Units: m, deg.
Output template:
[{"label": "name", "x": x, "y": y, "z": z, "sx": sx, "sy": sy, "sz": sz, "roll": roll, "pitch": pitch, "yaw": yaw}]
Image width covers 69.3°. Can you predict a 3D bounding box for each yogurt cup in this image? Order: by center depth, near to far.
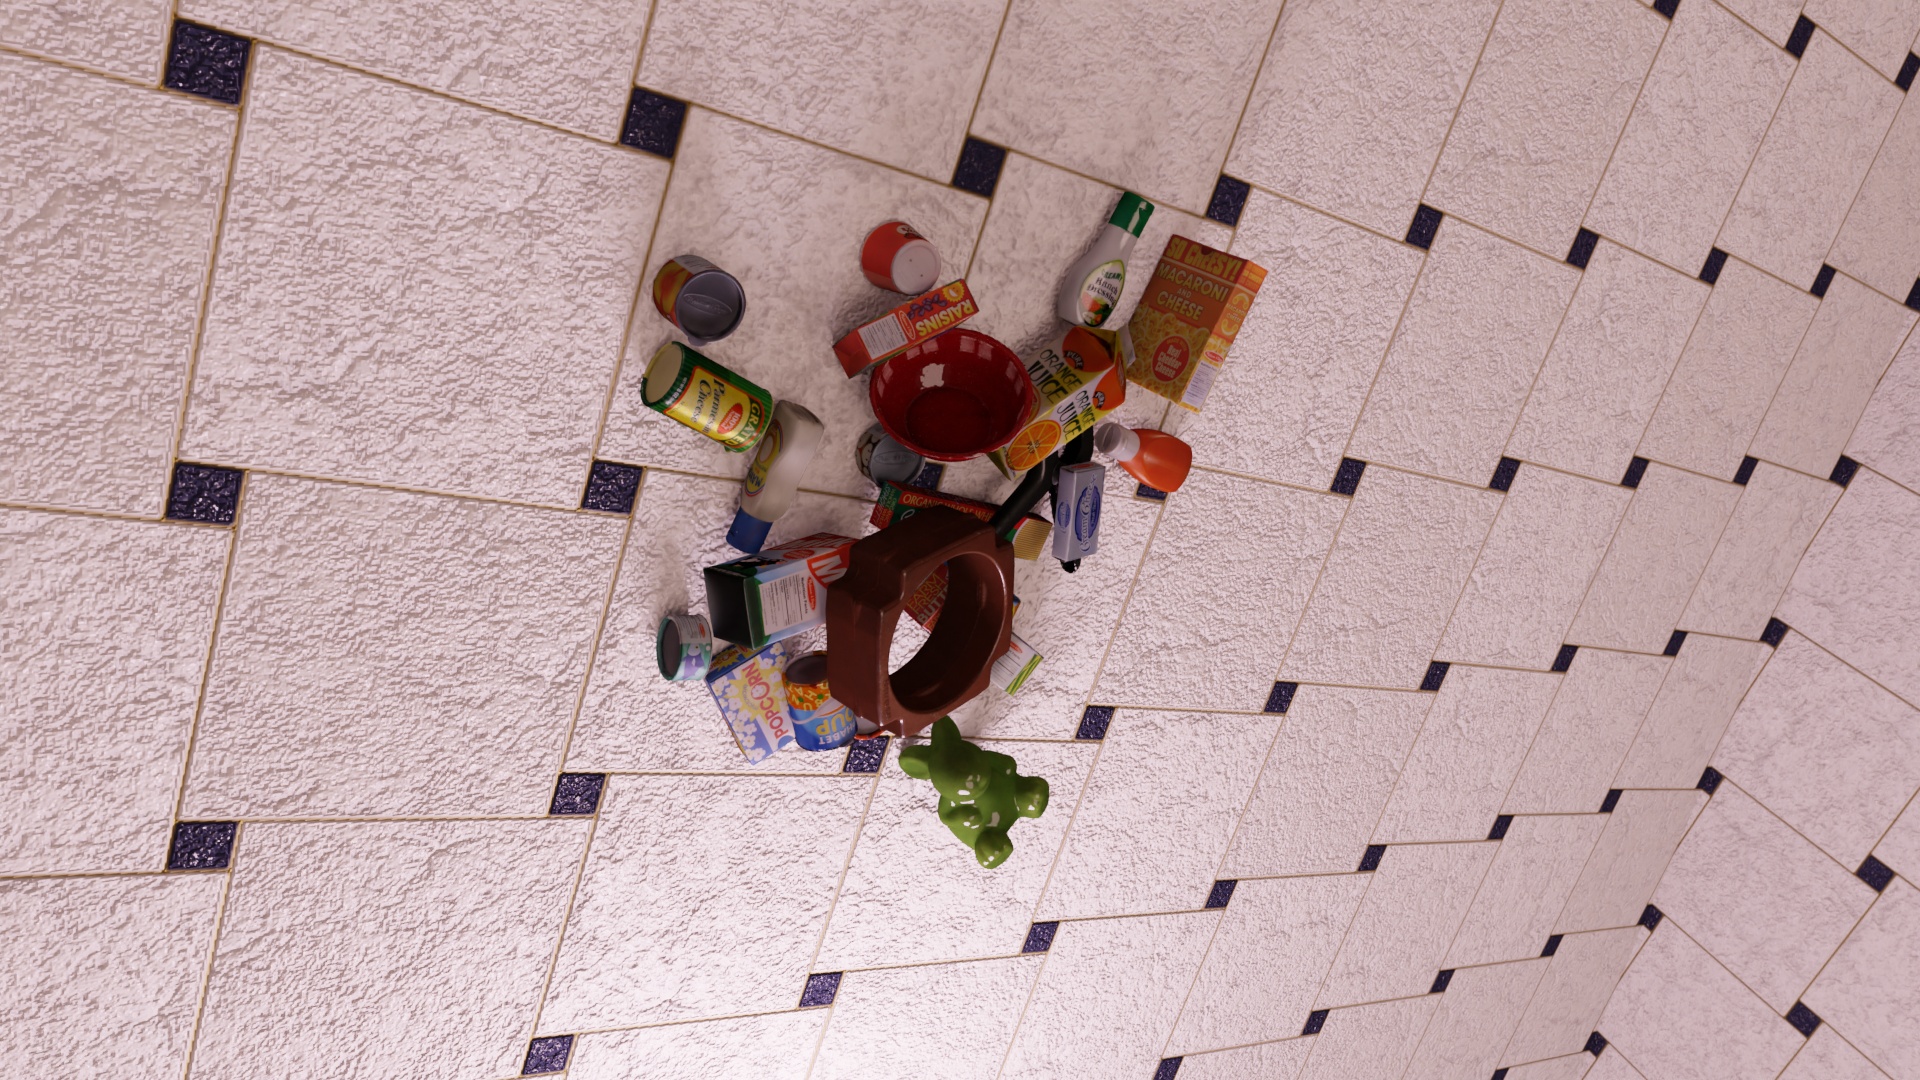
[{"label": "yogurt cup", "x": -0.055, "y": -0.267, "z": 1.328, "sx": 0.072, "sy": 0.054, "sz": 0.072, "roll": -15, "pitch": 121, "yaw": -27}]

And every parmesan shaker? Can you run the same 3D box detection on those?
[{"label": "parmesan shaker", "x": -0.233, "y": -0.128, "z": 1.269, "sx": 0.103, "sy": 0.071, "sz": 0.071, "roll": 28, "pitch": 96, "yaw": -40}]

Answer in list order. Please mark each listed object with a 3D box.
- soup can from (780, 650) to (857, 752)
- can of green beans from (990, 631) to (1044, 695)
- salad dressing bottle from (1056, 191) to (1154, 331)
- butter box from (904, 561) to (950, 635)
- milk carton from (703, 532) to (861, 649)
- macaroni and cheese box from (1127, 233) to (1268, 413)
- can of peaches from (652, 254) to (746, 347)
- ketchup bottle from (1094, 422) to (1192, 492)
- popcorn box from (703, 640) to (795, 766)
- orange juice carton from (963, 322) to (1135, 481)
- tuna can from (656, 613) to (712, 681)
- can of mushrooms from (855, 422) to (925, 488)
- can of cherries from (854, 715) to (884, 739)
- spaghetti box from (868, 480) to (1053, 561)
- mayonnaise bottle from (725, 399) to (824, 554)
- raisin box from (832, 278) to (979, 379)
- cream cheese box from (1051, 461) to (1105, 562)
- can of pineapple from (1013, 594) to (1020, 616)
[{"label": "soup can", "x": -0.143, "y": 0.165, "z": 1.426, "sx": 0.071, "sy": 0.071, "sz": 0.083, "roll": -22, "pitch": 121, "yaw": -23}, {"label": "can of green beans", "x": 0.053, "y": 0.136, "z": 1.598, "sx": 0.058, "sy": 0.071, "sz": 0.071, "roll": -51, "pitch": 130, "yaw": -1}, {"label": "salad dressing bottle", "x": 0.154, "y": -0.293, "z": 1.462, "sx": 0.064, "sy": 0.044, "sz": 0.147, "roll": 21, "pitch": 100, "yaw": -37}, {"label": "butter box", "x": -0.013, "y": 0.052, "z": 1.518, "sx": 0.103, "sy": 0.053, "sz": 0.024, "roll": -48, "pitch": 128, "yaw": -4}, {"label": "milk carton", "x": -0.154, "y": 0.042, "z": 1.383, "sx": 0.191, "sy": 0.072, "sz": 0.073, "roll": -19, "pitch": 110, "yaw": -40}, {"label": "macaroni and cheese box", "x": 0.243, "y": -0.236, "z": 1.499, "sx": 0.040, "sy": 0.124, "sz": 0.166, "roll": 17, "pitch": 103, "yaw": -40}, {"label": "can of peaches", "x": -0.233, "y": -0.213, "z": 1.231, "sx": 0.071, "sy": 0.058, "sz": 0.071, "roll": -16, "pitch": 122, "yaw": -27}, {"label": "ketchup bottle", "x": 0.208, "y": -0.099, "z": 1.579, "sx": 0.149, "sy": 0.043, "sz": 0.064, "roll": 16, "pitch": 94, "yaw": -50}, {"label": "popcorn box", "x": -0.210, "y": 0.162, "z": 1.450, "sx": 0.085, "sy": 0.038, "sz": 0.126, "roll": -32, "pitch": 127, "yaw": -18}, {"label": "orange juice carton", "x": 0.103, "y": -0.155, "z": 1.453, "sx": 0.193, "sy": 0.073, "sz": 0.071, "roll": -35, "pitch": 148, "yaw": -6}, {"label": "tuna can", "x": -0.272, "y": 0.107, "z": 1.363, "sx": 0.033, "sy": 0.071, "sz": 0.070, "roll": 3, "pitch": 111, "yaw": -34}, {"label": "can of mushrooms", "x": -0.072, "y": -0.085, "z": 1.422, "sx": 0.071, "sy": 0.033, "sz": 0.070, "roll": -16, "pitch": 121, "yaw": -28}, {"label": "can of cherries", "x": -0.107, "y": 0.175, "z": 1.514, "sx": 0.072, "sy": 0.058, "sz": 0.071, "roll": -15, "pitch": 121, "yaw": -27}, {"label": "spaghetti box", "x": 0.005, "y": -0.019, "z": 1.485, "sx": 0.250, "sy": 0.029, "sz": 0.050, "roll": 11, "pitch": 106, "yaw": -47}, {"label": "mayonnaise bottle", "x": -0.182, "y": -0.059, "z": 1.344, "sx": 0.041, "sy": 0.065, "sz": 0.147, "roll": 17, "pitch": 107, "yaw": -36}, {"label": "raisin box", "x": -0.053, "y": -0.204, "z": 1.337, "sx": 0.124, "sy": 0.086, "sz": 0.040, "roll": -28, "pitch": 94, "yaw": -19}, {"label": "cream cheese box", "x": 0.129, "y": -0.032, "z": 1.514, "sx": 0.053, "sy": 0.024, "sz": 0.103, "roll": -12, "pitch": 114, "yaw": -43}, {"label": "can of pineapple", "x": 0.028, "y": 0.079, "z": 1.551, "sx": 0.071, "sy": 0.071, "sz": 0.057, "roll": 19, "pitch": 101, "yaw": -39}]
